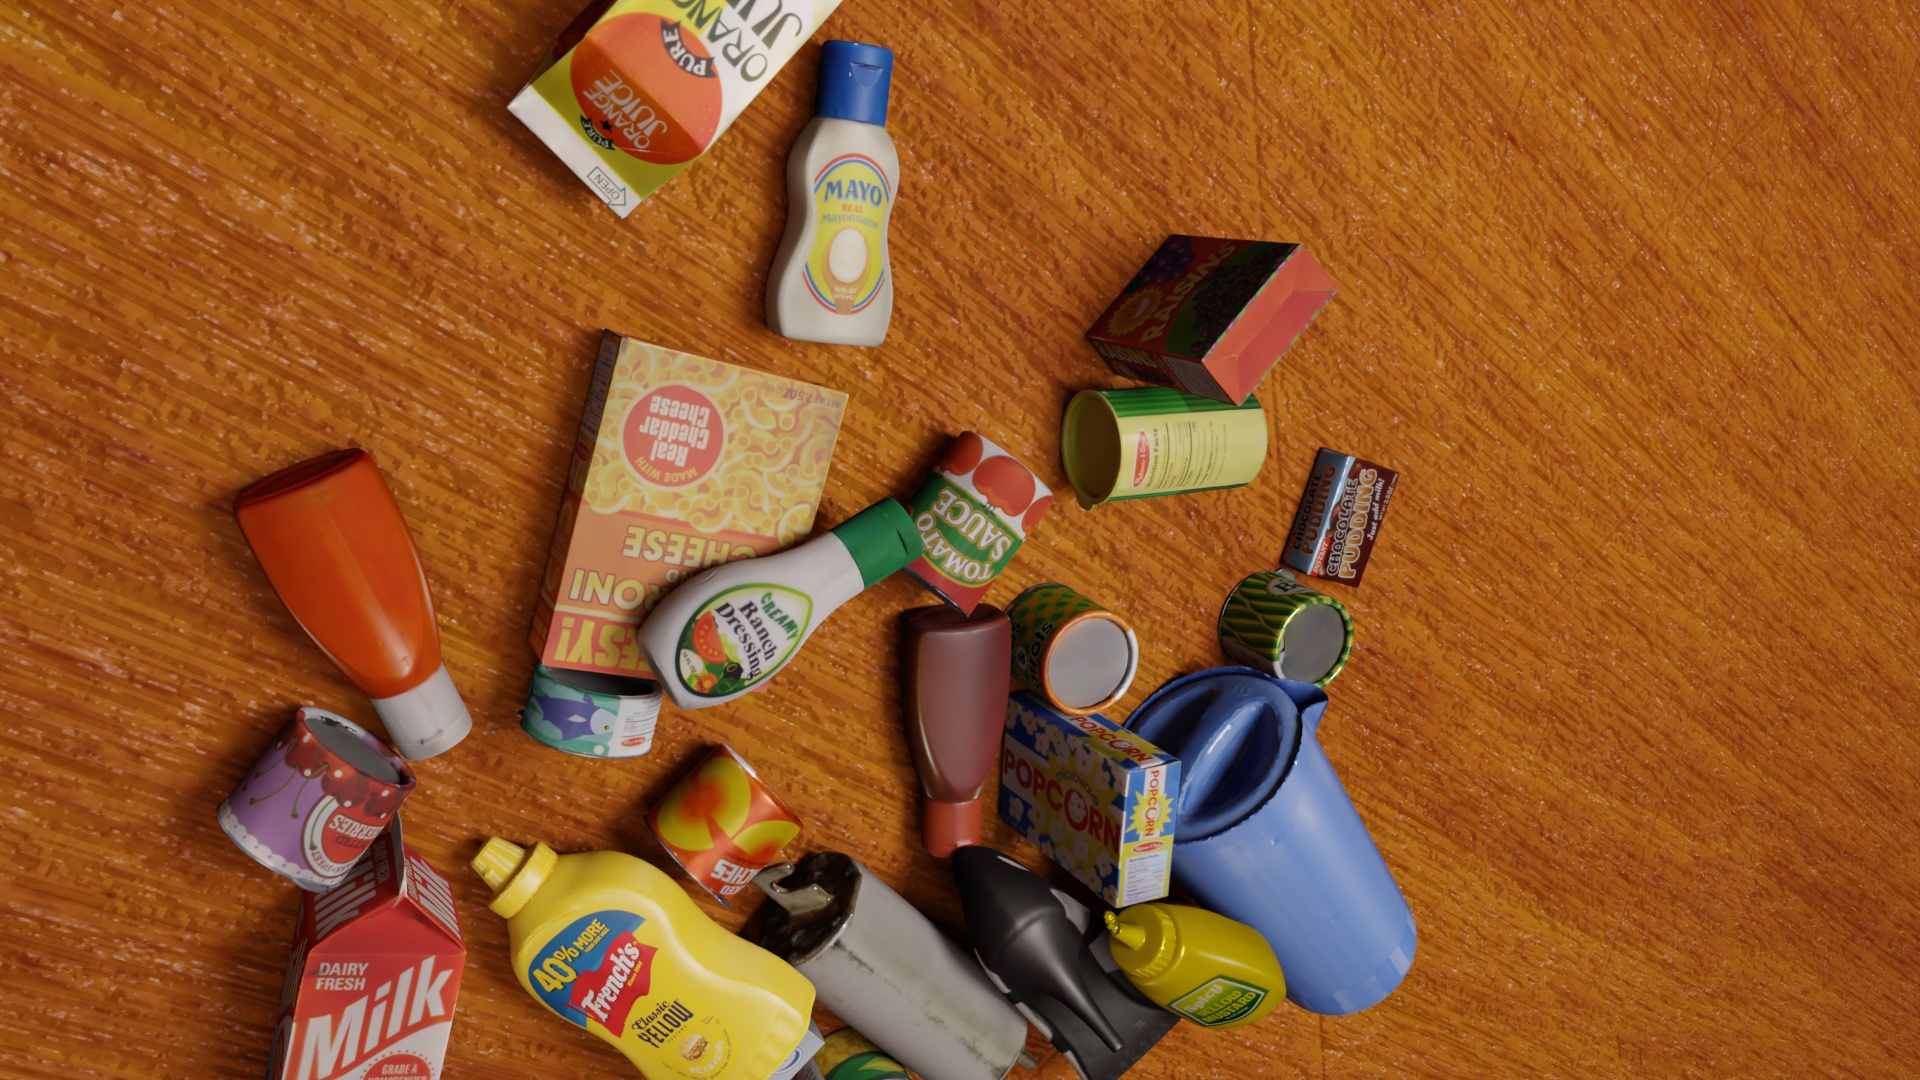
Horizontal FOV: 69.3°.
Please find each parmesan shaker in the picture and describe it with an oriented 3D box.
[{"bbox_3d":[0.120,-0.056,0.820,0.103,0.071,0.071,-6,107,-26],"label":"parmesan shaker"}]

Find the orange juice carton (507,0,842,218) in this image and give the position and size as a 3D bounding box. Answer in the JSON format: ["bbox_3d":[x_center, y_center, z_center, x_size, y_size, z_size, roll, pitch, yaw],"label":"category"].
[{"bbox_3d":[-0.118,-0.244,0.641,0.193,0.073,0.071,-50,120,-6],"label":"orange juice carton"}]

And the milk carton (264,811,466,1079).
[{"bbox_3d":[-0.295,0.234,0.687,0.073,0.072,0.190,10,99,-29],"label":"milk carton"}]

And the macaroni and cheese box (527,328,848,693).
[{"bbox_3d":[-0.140,-0.012,0.715,0.124,0.040,0.166,12,98,-30],"label":"macaroni and cheese box"}]

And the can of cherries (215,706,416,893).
[{"bbox_3d":[-0.300,0.122,0.654,0.071,0.071,0.058,41,84,-30],"label":"can of cherries"}]

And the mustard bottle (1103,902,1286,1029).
[{"bbox_3d":[0.129,0.246,0.815,0.065,0.049,0.160,-39,133,21],"label":"mustard bottle"}]

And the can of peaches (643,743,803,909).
[{"bbox_3d":[-0.126,0.154,0.752,0.058,0.071,0.071,-44,119,-10],"label":"can of peaches"}]

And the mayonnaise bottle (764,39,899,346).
[{"bbox_3d":[-0.061,-0.175,0.708,0.065,0.041,0.147,2,104,-26],"label":"mayonnaise bottle"}]

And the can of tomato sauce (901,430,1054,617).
[{"bbox_3d":[0.003,-0.010,0.771,0.071,0.071,0.083,40,84,-30],"label":"can of tomato sauce"}]

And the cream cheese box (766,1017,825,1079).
[{"bbox_3d":[-0.133,0.282,0.811,0.053,0.024,0.103,-46,119,-7],"label":"cream cheese box"}]

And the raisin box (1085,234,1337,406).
[{"bbox_3d":[0.136,-0.126,0.775,0.040,0.123,0.086,43,83,-28],"label":"raisin box"}]

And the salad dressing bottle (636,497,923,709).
[{"bbox_3d":[-0.089,0.028,0.703,0.148,0.044,0.064,-32,116,-18],"label":"salad dressing bottle"}]

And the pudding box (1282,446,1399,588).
[{"bbox_3d":[0.251,-0.015,0.919,0.050,0.030,0.083,15,97,-29],"label":"pudding box"}]

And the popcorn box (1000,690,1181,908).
[{"bbox_3d":[0.073,0.148,0.818,0.038,0.127,0.085,-5,107,-31],"label":"popcorn box"}]

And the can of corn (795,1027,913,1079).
[{"bbox_3d":[-0.058,0.340,0.845,0.071,0.058,0.071,-8,108,-25],"label":"can of corn"}]

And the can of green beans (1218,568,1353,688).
[{"bbox_3d":[0.212,0.059,0.904,0.071,0.058,0.071,-8,108,-25],"label":"can of green beans"}]

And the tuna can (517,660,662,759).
[{"bbox_3d":[-0.188,0.083,0.704,0.071,0.071,0.032,11,99,-29],"label":"tuna can"}]

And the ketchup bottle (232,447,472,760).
[{"bbox_3d":[-0.278,0.034,0.655,0.065,0.043,0.148,-26,114,-18],"label":"ketchup bottle"}]

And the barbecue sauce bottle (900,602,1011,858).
[{"bbox_3d":[-0.004,0.113,0.818,0.065,0.044,0.148,-6,108,-25],"label":"barbecue sauce bottle"}]

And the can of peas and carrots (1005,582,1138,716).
[{"bbox_3d":[0.062,0.065,0.828,0.071,0.059,0.070,-8,107,-25],"label":"can of peas and carrots"}]
